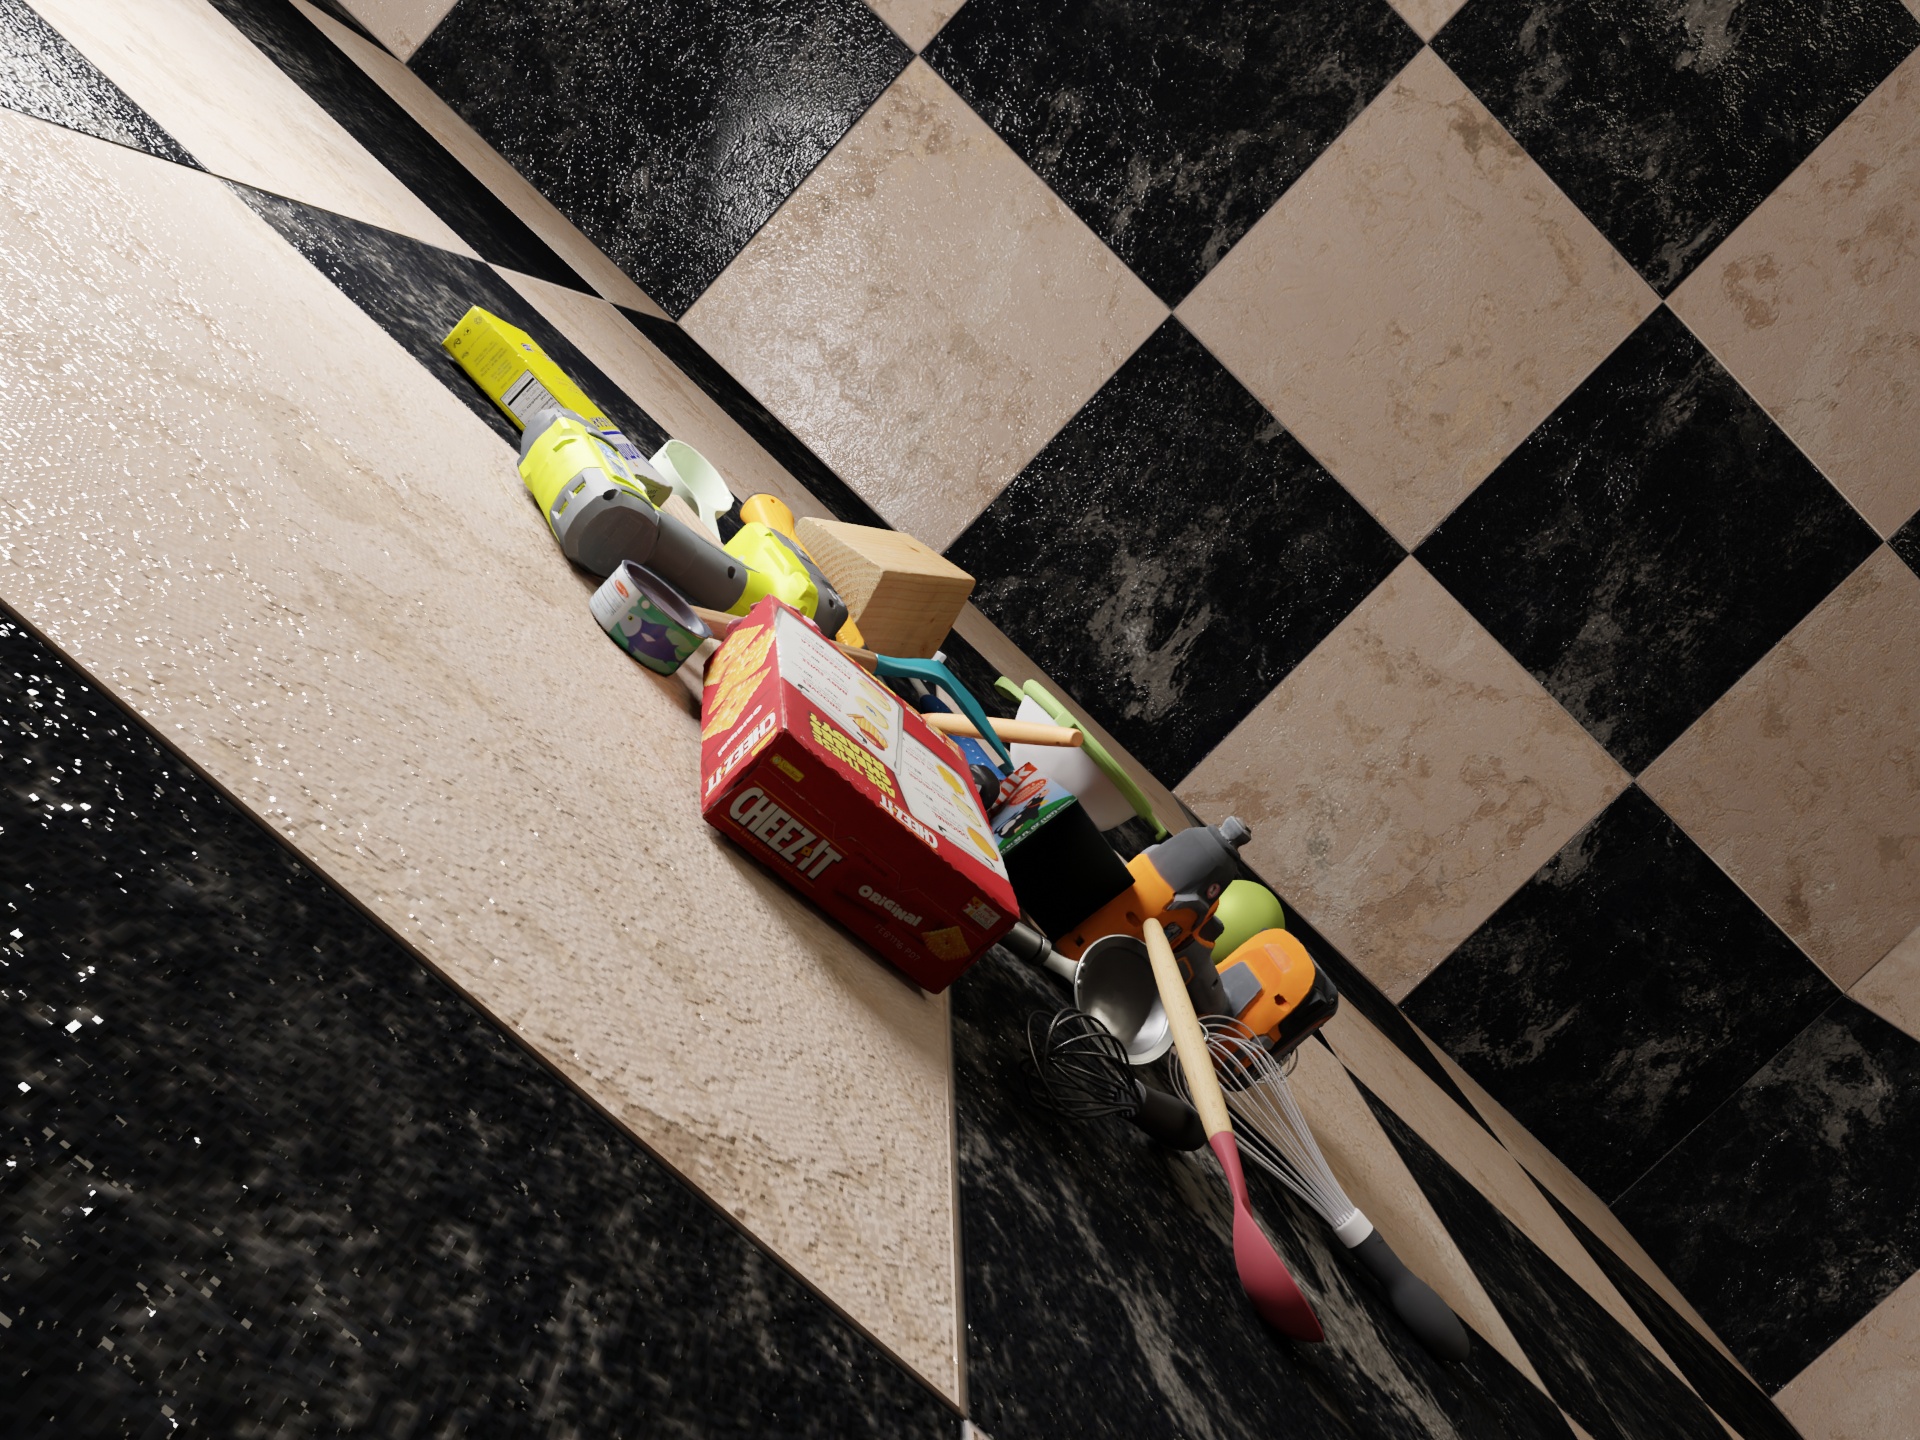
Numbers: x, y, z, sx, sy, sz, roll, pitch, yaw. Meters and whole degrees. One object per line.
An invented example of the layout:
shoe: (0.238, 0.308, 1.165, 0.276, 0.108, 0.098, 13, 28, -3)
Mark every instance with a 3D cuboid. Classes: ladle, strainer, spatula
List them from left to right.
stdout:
spatula: (-0.085, -0.034, 1.059, 0.317, 0.044, 0.082, 14, 33, -36)
spatula: (-0.002, -0.004, 1.255, 0.081, 0.041, 0.323, 49, -22, -26)
strainer: (0.066, 0.025, 1.355, 0.151, 0.069, 0.257, 48, -2, -28)
strainer: (0.054, 0.150, 1.014, 0.258, 0.050, 0.087, 35, 54, -25)
ladle: (0.183, 0.159, 1.384, 0.062, 0.078, 0.320, 23, -4, -15)
ladle: (0.146, 0.223, 0.925, 0.316, 0.031, 0.069, -103, 171, -55)

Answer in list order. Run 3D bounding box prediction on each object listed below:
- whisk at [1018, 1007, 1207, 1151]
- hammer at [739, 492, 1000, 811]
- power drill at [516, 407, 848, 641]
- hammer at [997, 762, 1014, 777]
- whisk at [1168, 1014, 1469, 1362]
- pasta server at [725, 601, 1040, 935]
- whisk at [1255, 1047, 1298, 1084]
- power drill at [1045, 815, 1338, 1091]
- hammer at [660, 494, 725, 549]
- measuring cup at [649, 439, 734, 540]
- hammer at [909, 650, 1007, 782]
whisk: (0.092, 0.208, 0.886, 0.055, 0.055, 0.238, 50, 5, 36)
hammer: (-0.094, -0.062, 1.171, 0.127, 0.034, 0.337, 13, 33, -44)
power drill: (-0.192, -0.123, 1.073, 0.223, 0.080, 0.171, 33, 13, -43)
hammer: (0.088, 0.102, 1.400, 0.128, 0.033, 0.331, 32, 6, -19)
whisk: (0.242, 0.316, 1.070, 0.285, 0.070, 0.070, 49, 8, 7)
pasta server: (-0.039, 0.045, 1.019, 0.316, 0.060, 0.040, 51, 6, -20)
whisk: (0.173, 0.218, 1.268, 0.246, 0.059, 0.058, 37, 24, -14)
power drill: (0.181, 0.165, 1.143, 0.226, 0.164, 0.084, 40, 11, -40)
hammer: (-0.120, -0.053, 1.227, 0.331, 0.031, 0.130, 45, 7, 8)
measuring cup: (-0.224, -0.164, 1.327, 0.083, 0.038, 0.168, 33, 30, -44)
hammer: (-0.025, -0.017, 1.462, 0.144, 0.035, 0.406, 34, 10, -29)
